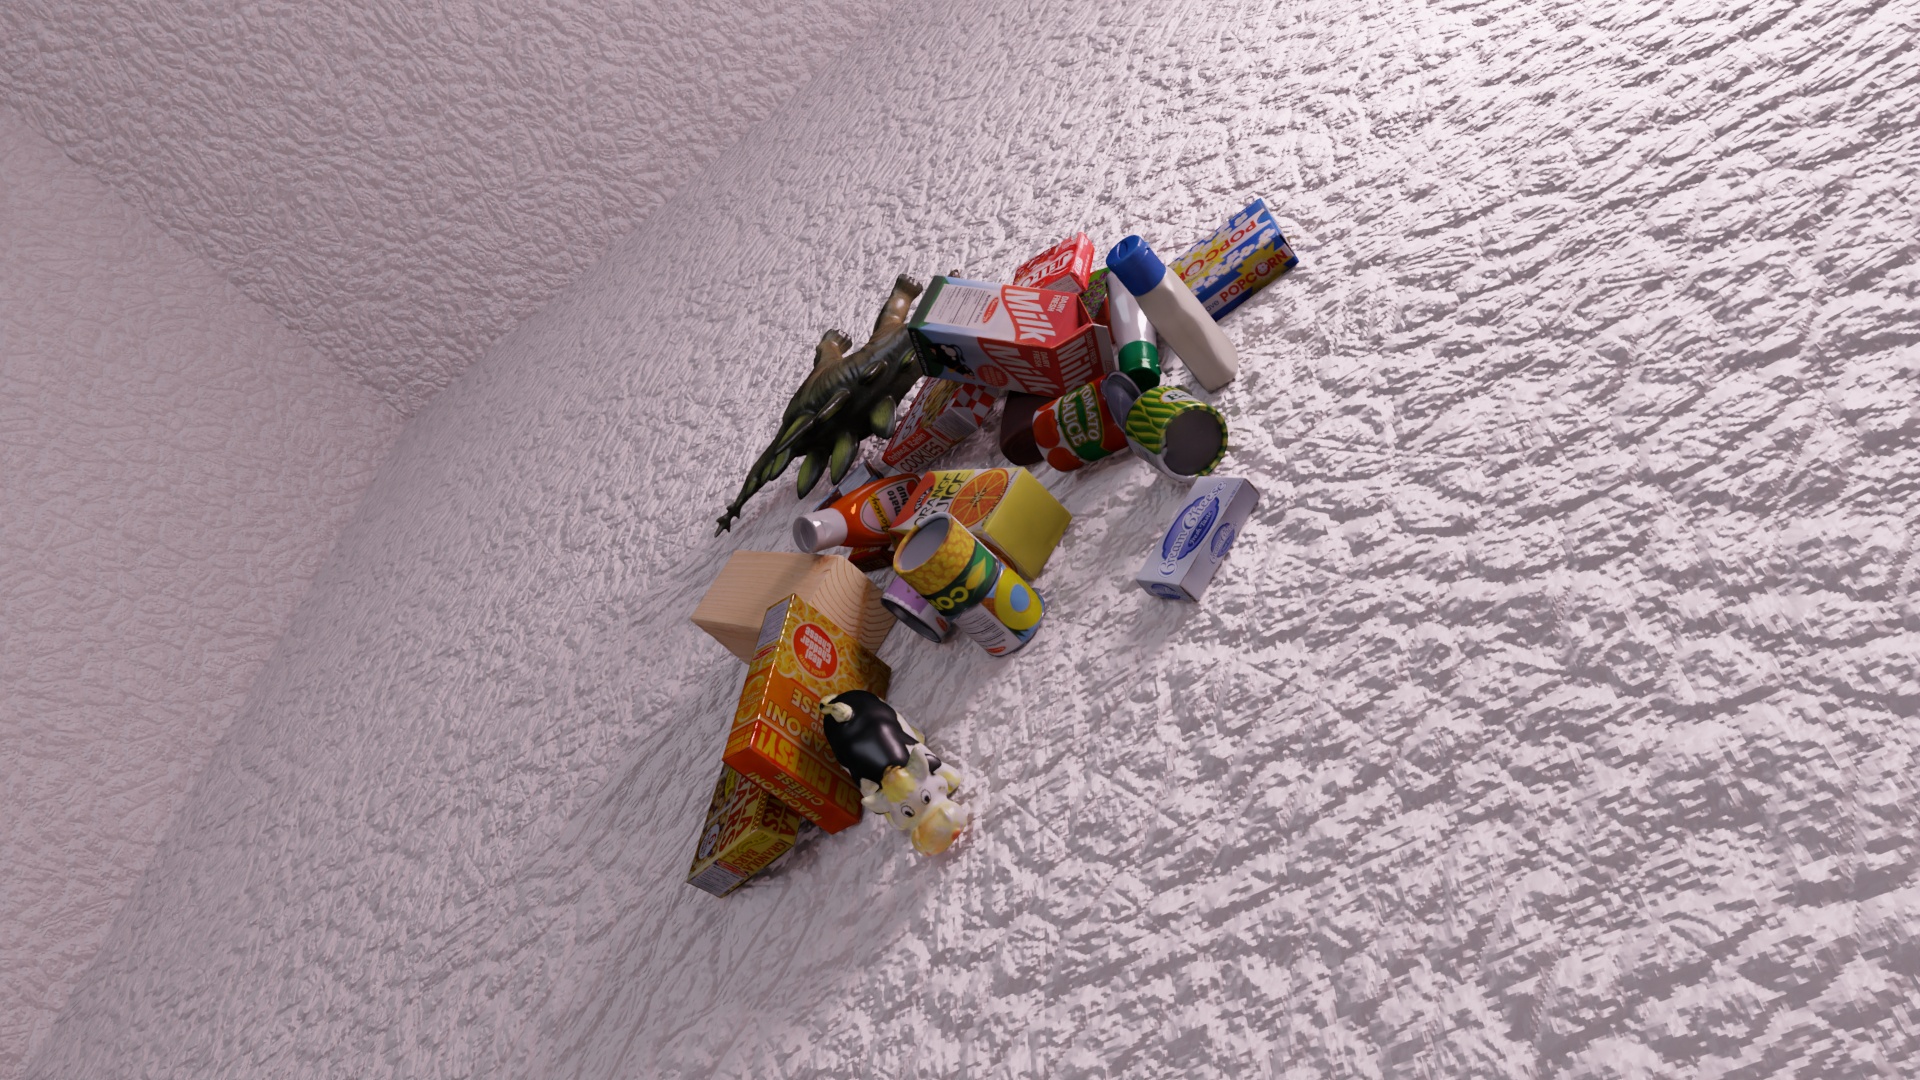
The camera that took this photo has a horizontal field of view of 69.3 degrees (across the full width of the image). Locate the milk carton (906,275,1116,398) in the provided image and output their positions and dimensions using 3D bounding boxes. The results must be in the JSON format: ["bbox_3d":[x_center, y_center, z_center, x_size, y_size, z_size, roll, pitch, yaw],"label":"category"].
[{"bbox_3d":[0.054,-0.190,1.313,0.190,0.072,0.074,11,58,23],"label":"milk carton"}]

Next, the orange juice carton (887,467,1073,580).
[{"bbox_3d":[0.004,-0.016,1.258,0.192,0.073,0.072,2,54,54],"label":"orange juice carton"}]

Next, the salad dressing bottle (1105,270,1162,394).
[{"bbox_3d":[0.163,-0.197,1.298,0.044,0.064,0.148,-15,46,16],"label":"salad dressing bottle"}]

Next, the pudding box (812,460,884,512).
[{"bbox_3d":[-0.118,-0.043,1.502,0.083,0.030,0.050,-44,30,4],"label":"pudding box"}]

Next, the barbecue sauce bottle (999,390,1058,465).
[{"bbox_3d":[0.073,-0.138,1.355,0.064,0.043,0.149,-27,33,27],"label":"barbecue sauce bottle"}]

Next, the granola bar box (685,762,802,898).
[{"bbox_3d":[-0.173,0.213,1.212,0.123,0.039,0.166,-41,26,38],"label":"granola bar box"}]

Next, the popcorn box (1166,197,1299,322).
[{"bbox_3d":[0.241,-0.249,1.278,0.126,0.038,0.085,-35,29,20],"label":"popcorn box"}]

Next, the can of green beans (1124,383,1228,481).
[{"bbox_3d":[0.175,-0.087,1.128,0.071,0.071,0.058,-46,29,1],"label":"can of green beans"}]

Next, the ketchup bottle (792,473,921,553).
[{"bbox_3d":[-0.093,-0.021,1.328,0.149,0.064,0.043,-18,1,-44],"label":"ketchup bottle"}]

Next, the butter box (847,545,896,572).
[{"bbox_3d":[-0.074,-0.016,1.414,0.053,0.024,0.104,-16,40,44],"label":"butter box"}]

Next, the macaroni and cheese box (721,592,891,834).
[{"bbox_3d":[-0.126,0.145,1.172,0.040,0.123,0.167,-30,32,33],"label":"macaroni and cheese box"}]

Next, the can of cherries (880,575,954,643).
[{"bbox_3d":[-0.030,0.047,1.227,0.058,0.071,0.071,-54,29,-13],"label":"can of cherries"}]

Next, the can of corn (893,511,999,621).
[{"bbox_3d":[-0.013,0.021,1.125,0.071,0.058,0.071,-34,30,23],"label":"can of corn"}]

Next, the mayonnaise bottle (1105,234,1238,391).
[{"bbox_3d":[0.180,-0.194,1.175,0.041,0.148,0.065,-32,31,25],"label":"mayonnaise bottle"}]

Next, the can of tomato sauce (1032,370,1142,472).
[{"bbox_3d":[0.114,-0.104,1.229,0.083,0.071,0.071,-24,36,36],"label":"can of tomato sauce"}]

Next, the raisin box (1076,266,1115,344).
[{"bbox_3d":[0.118,-0.230,1.417,0.123,0.040,0.086,-8,46,47],"label":"raisin box"}]

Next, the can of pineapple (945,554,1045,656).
[{"bbox_3d":[0.028,0.052,1.156,0.071,0.057,0.071,-33,31,23],"label":"can of pineapple"}]

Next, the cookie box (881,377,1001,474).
[{"bbox_3d":[-0.009,-0.145,1.434,0.167,0.040,0.123,-29,29,59],"label":"cookie box"}]

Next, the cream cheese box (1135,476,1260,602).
[{"bbox_3d":[0.180,-0.002,1.057,0.053,0.024,0.104,4,56,57],"label":"cream cheese box"}]
